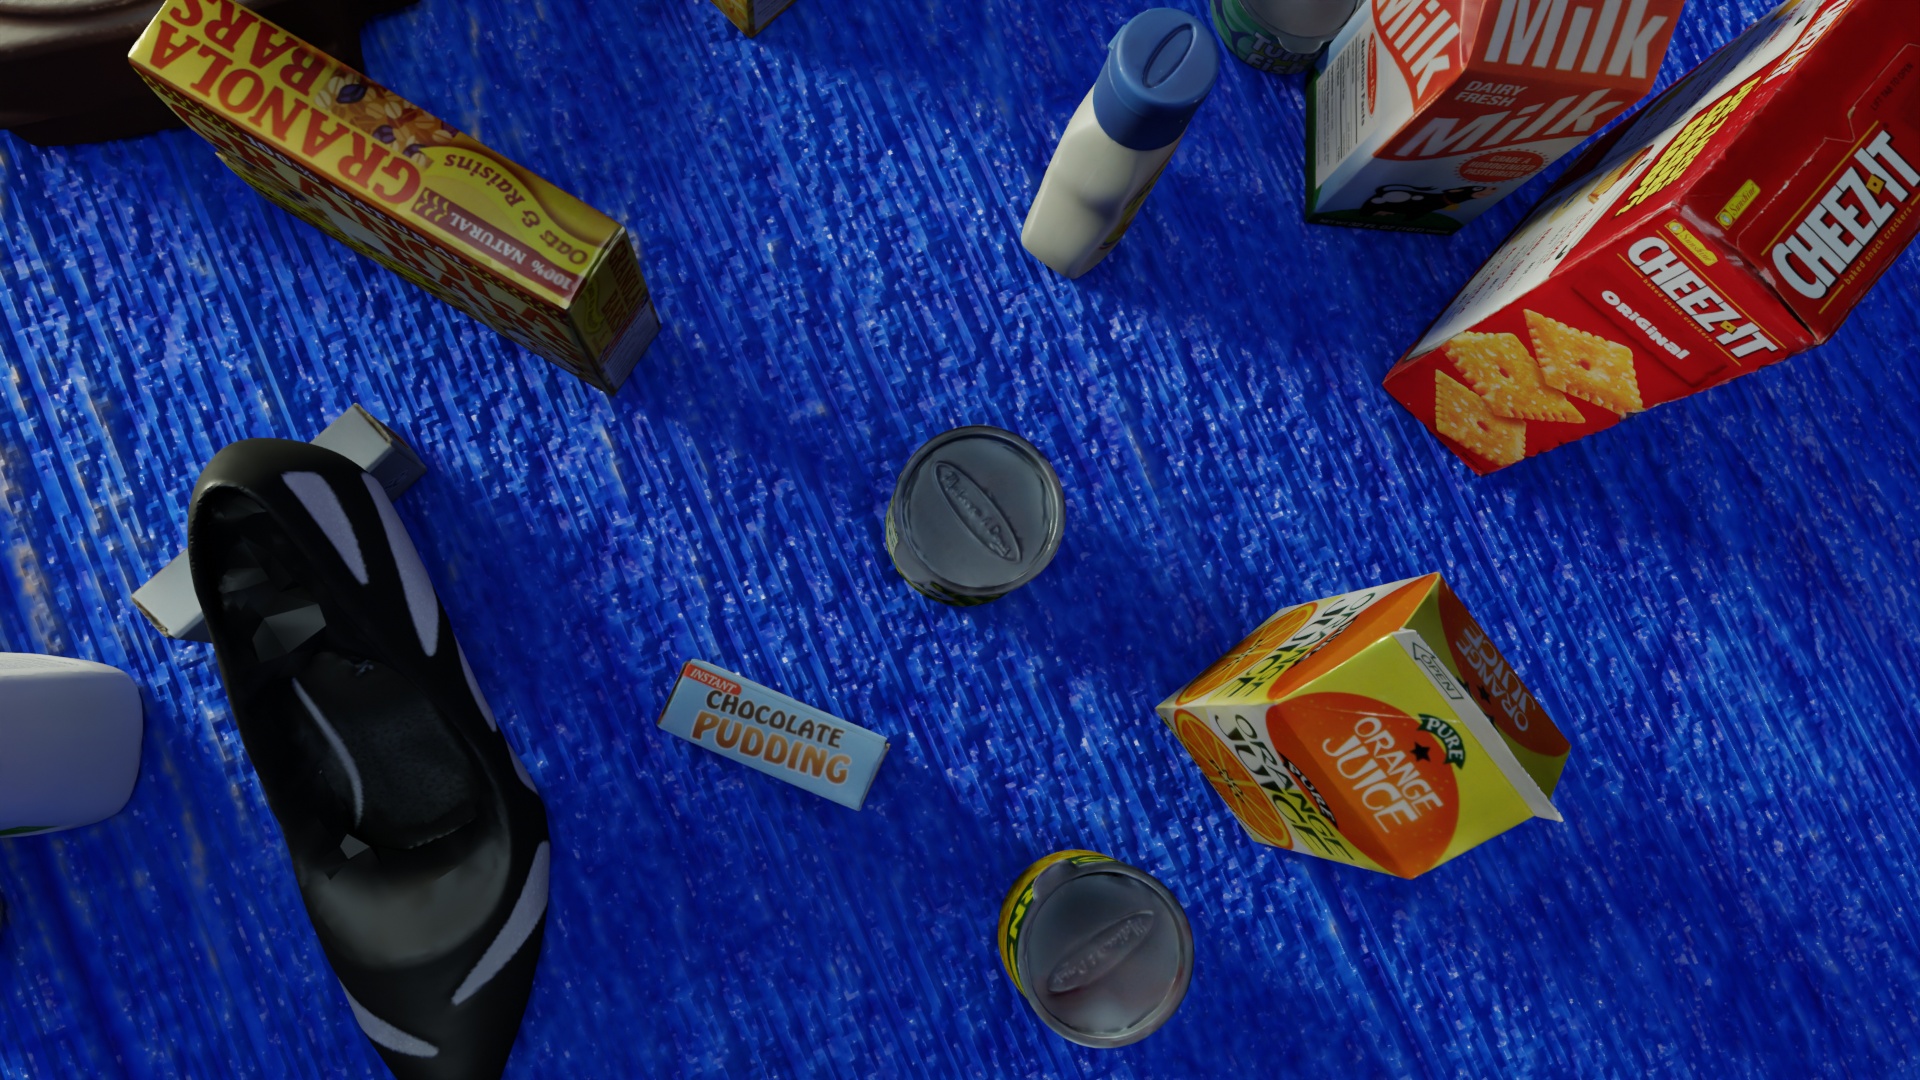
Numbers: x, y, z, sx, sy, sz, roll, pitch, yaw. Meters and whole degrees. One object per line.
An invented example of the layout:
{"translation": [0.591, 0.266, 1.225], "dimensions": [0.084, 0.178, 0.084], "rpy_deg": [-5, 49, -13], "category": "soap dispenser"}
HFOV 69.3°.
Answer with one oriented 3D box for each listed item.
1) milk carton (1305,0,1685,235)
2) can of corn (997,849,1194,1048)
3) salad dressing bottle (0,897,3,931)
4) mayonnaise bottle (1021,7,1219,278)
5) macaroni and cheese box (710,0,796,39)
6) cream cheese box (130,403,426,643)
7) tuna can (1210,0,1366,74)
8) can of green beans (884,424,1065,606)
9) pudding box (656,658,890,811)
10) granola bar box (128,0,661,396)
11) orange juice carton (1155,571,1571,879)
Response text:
{"translation": [0.201, -0.186, 0.535], "dimensions": [0.072, 0.190, 0.073], "rpy_deg": [3, 82, -6], "category": "milk carton"}
{"translation": [0.049, 0.153, 0.535], "dimensions": [0.071, 0.058, 0.071], "rpy_deg": [1, 82, -7], "category": "can of corn"}
{"translation": [-0.369, 0.130, 0.442], "dimensions": [0.064, 0.147, 0.044], "rpy_deg": [42, 80, 0], "category": "salad dressing bottle"}
{"translation": [0.061, -0.151, 0.535], "dimensions": [0.041, 0.148, 0.065], "rpy_deg": [36, 80, -1], "category": "mayonnaise bottle"}
{"translation": [-0.111, -0.283, 0.523], "dimensions": [0.124, 0.166, 0.040], "rpy_deg": [45, 80, 1], "category": "macaroni and cheese box"}
{"translation": [-0.252, -0.004, 0.523], "dimensions": [0.024, 0.053, 0.104], "rpy_deg": [45, 79, 1], "category": "cream cheese box"}
{"translation": [0.147, -0.242, 0.617], "dimensions": [0.071, 0.033, 0.071], "rpy_deg": [1, 82, -7], "category": "tuna can"}
{"translation": [0.004, -0.008, 0.553], "dimensions": [0.071, 0.057, 0.071], "rpy_deg": [1, 82, -7], "category": "can of green beans"}
{"translation": [-0.071, 0.074, 0.536], "dimensions": [0.084, 0.049, 0.030], "rpy_deg": [23, 80, -3], "category": "pudding box"}
{"translation": [-0.197, -0.121, 0.511], "dimensions": [0.165, 0.124, 0.039], "rpy_deg": [30, 80, -2], "category": "granola bar box"}
{"translation": [0.140, 0.065, 0.491], "dimensions": [0.073, 0.192, 0.072], "rpy_deg": [-36, 88, -10], "category": "orange juice carton"}
